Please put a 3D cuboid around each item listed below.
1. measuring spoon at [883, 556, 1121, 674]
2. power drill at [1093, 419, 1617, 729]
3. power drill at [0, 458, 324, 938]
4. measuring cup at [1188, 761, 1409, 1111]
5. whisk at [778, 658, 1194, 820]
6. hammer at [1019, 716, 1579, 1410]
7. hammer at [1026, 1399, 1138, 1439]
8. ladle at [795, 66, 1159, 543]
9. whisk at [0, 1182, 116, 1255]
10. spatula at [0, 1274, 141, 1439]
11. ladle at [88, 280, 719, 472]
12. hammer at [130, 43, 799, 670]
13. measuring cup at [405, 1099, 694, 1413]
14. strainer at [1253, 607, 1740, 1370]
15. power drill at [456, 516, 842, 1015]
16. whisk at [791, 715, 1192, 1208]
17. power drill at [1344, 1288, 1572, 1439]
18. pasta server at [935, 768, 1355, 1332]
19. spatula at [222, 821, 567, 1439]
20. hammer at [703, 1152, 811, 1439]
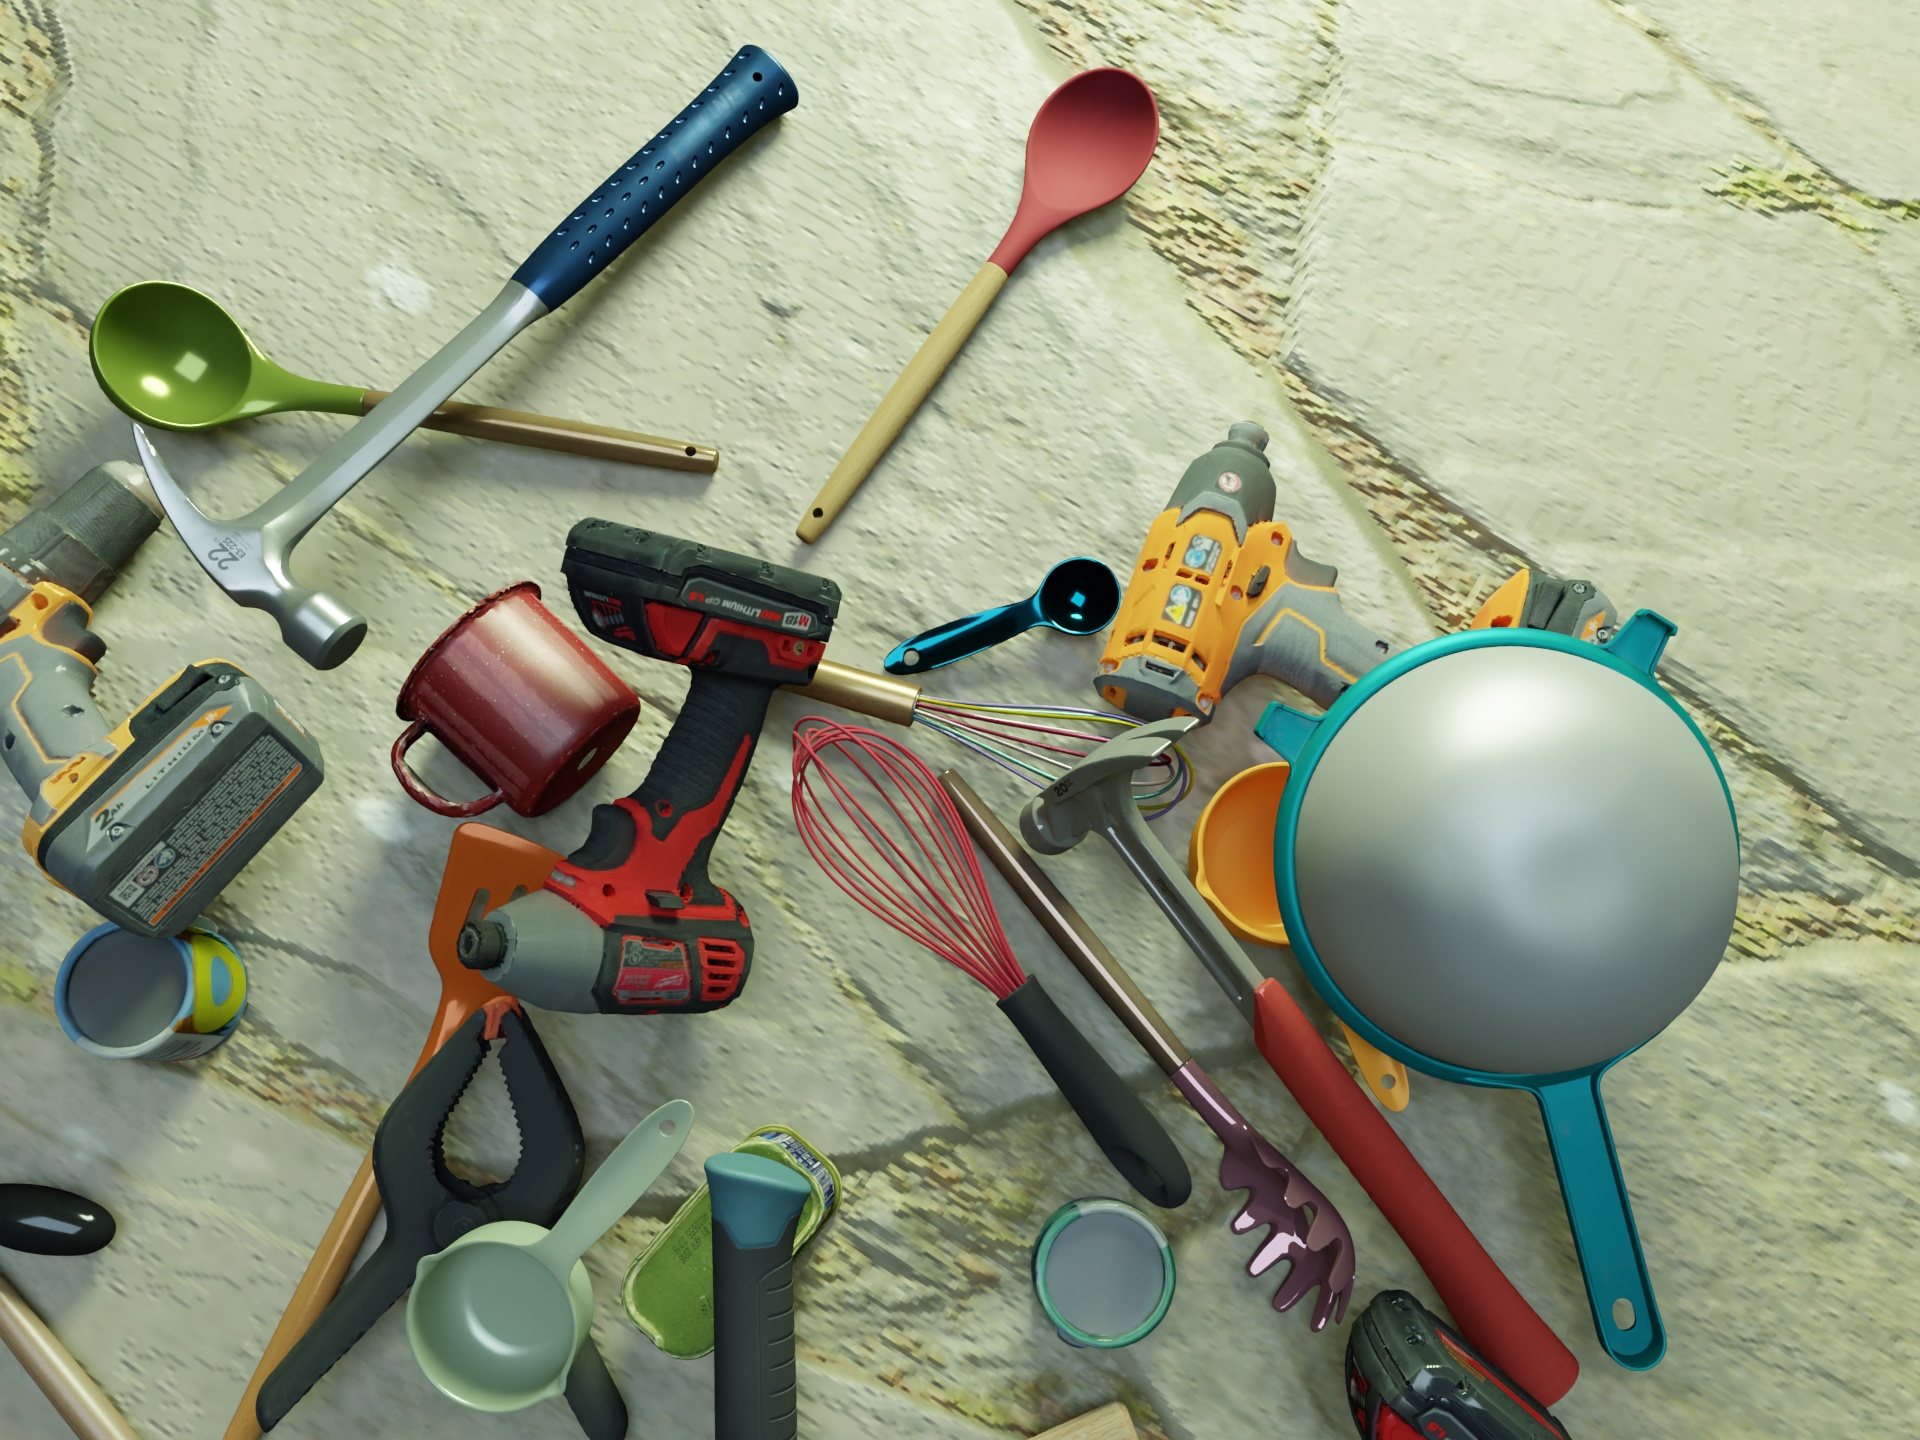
[{"bbox_3d":[0.022,-0.048,0.828,0.128,0.021,0.042,-19,75,4],"label":"measuring spoon"},{"bbox_3d":[0.198,-0.052,0.797,0.226,0.084,0.164,19,77,7],"label":"power drill"},{"bbox_3d":[-0.410,-0.022,0.763,0.226,0.084,0.185,29,69,23],"label":"power drill"},{"bbox_3d":[0.172,0.106,0.775,0.095,0.052,0.174,-21,81,-6],"label":"measuring cup"},{"bbox_3d":[-0.001,-0.004,0.801,0.245,0.047,0.051,16,68,6],"label":"whisk"},{"bbox_3d":[0.165,0.160,0.723,0.037,0.149,0.359,-37,89,-26],"label":"hammer"},{"bbox_3d":[-0.072,0.389,0.717,0.331,0.031,0.130,-20,78,-5],"label":"hammer"},{"bbox_3d":[0.006,-0.223,0.858,0.069,0.031,0.315,33,81,9],"label":"ladle"},{"bbox_3d":[-0.537,0.211,0.741,0.284,0.070,0.070,13,78,-3],"label":"whisk"},{"bbox_3d":[-0.358,0.360,0.724,0.316,0.018,0.060,45,98,9],"label":"spatula"},{"bbox_3d":[-0.285,-0.166,0.827,0.320,0.062,0.078,9,73,-2],"label":"ladle"},{"bbox_3d":[-0.234,-0.215,0.816,0.144,0.035,0.405,40,71,1],"label":"hammer"},{"bbox_3d":[-0.167,0.222,0.687,0.083,0.038,0.167,42,95,3],"label":"measuring cup"},{"bbox_3d":[0.263,0.125,0.687,0.211,0.095,0.340,-14,88,2],"label":"strainer"},{"bbox_3d":[-0.143,0.027,0.721,0.079,0.143,0.219,17,94,42],"label":"power drill"},{"bbox_3d":[0.014,0.115,0.769,0.073,0.073,0.296,-38,86,-9],"label":"whisk"},{"bbox_3d":[0.142,0.357,0.683,0.188,0.080,0.226,40,94,0],"label":"power drill"},{"bbox_3d":[0.084,0.150,0.770,0.040,0.060,0.316,-32,76,-32],"label":"pasta server"},{"bbox_3d":[-0.271,0.205,0.750,0.081,0.041,0.323,27,79,-13],"label":"spatula"},{"bbox_3d":[-0.084,0.345,0.667,0.128,0.033,0.331,-1,94,-13],"label":"hammer"}]
